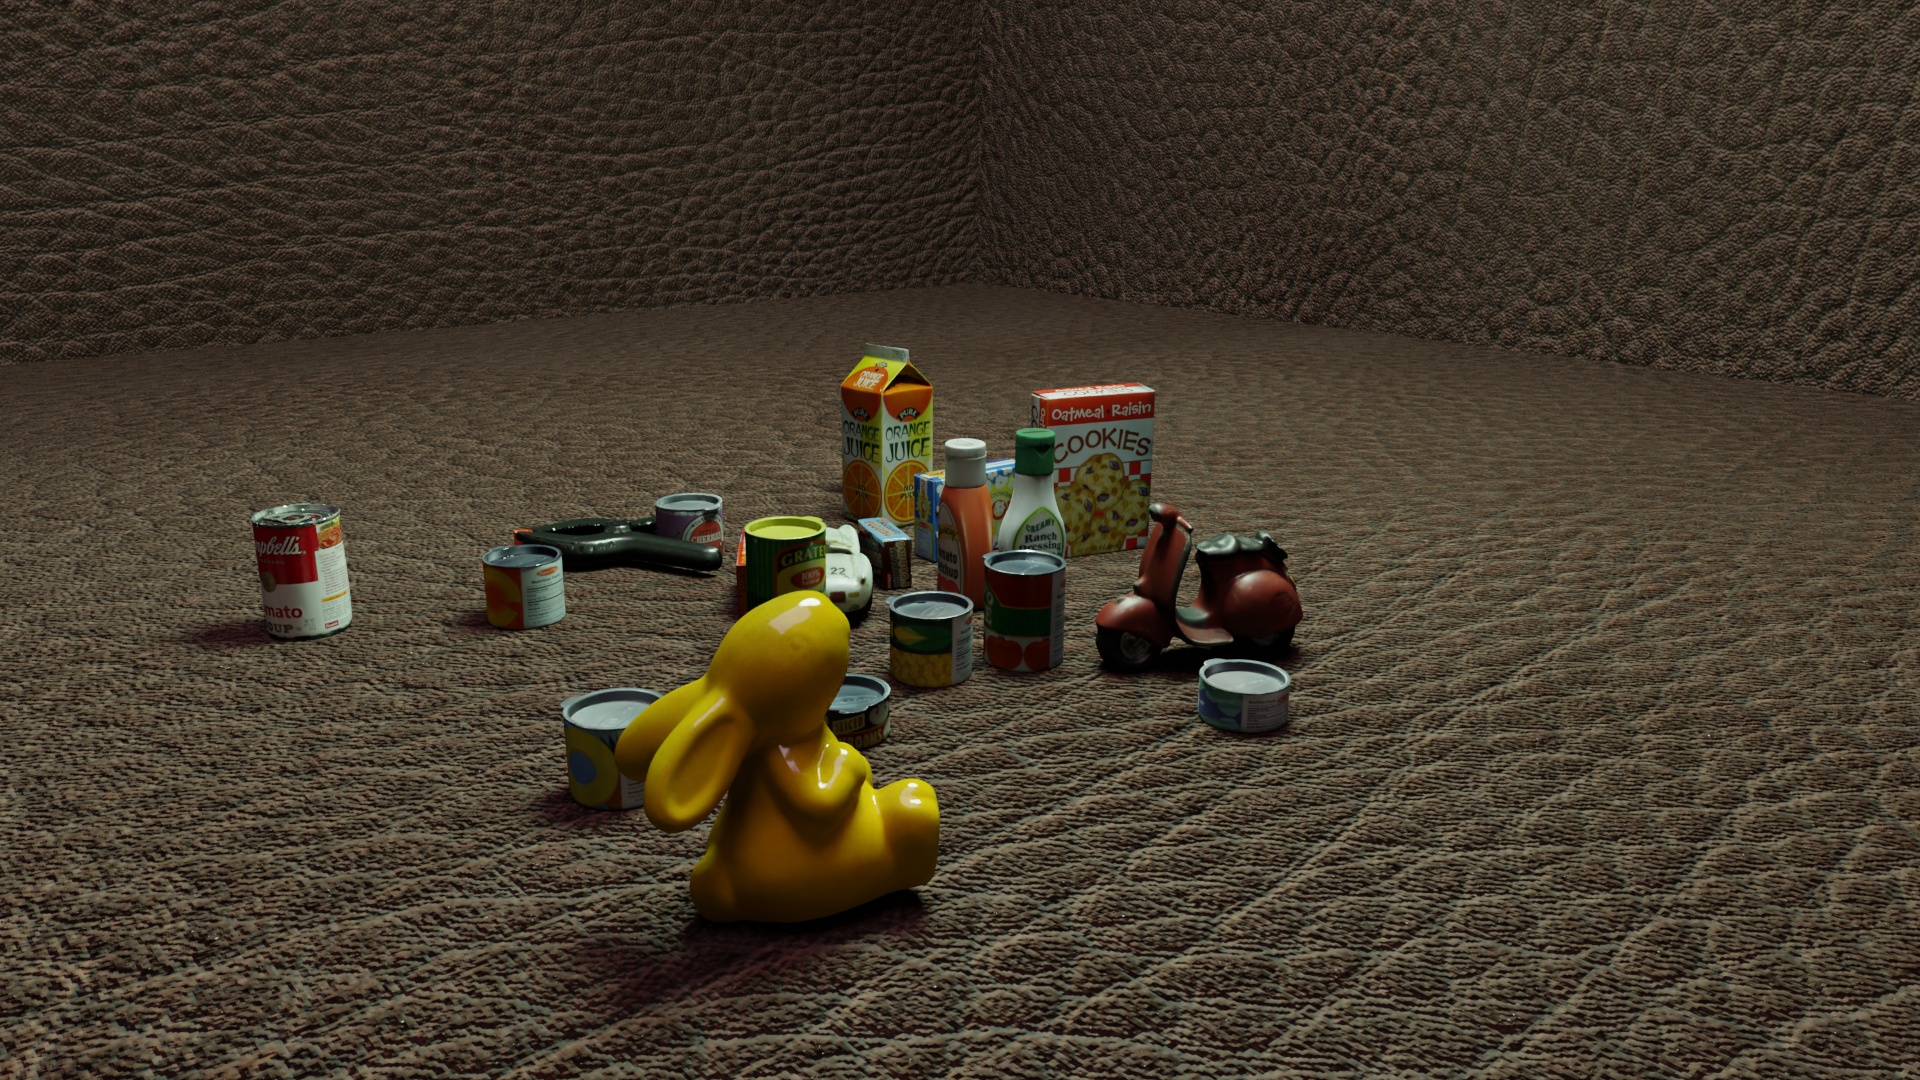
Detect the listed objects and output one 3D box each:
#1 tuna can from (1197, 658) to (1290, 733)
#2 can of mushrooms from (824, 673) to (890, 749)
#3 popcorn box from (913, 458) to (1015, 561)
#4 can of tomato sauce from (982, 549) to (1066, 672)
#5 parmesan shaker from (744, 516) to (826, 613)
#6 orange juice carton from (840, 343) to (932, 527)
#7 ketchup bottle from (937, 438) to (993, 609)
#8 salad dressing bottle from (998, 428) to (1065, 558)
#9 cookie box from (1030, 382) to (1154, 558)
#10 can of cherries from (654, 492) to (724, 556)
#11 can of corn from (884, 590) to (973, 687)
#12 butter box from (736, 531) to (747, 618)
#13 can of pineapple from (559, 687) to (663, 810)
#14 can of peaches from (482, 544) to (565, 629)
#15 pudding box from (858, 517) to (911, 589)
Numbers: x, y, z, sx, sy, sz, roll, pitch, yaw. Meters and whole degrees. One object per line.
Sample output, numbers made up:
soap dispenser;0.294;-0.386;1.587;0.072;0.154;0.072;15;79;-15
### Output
tuna can;0.206;0.113;1.020;0.071;0.032;0.071;0;16;0
can of mushrooms;-0.082;0.122;0.981;0.071;0.033;0.071;0;16;0
popcorn box;0.013;-0.032;1.416;0.127;0.085;0.038;-12;20;-36
can of tomato sauce;0.050;0.056;1.121;0.071;0.082;0.071;0;16;0
parmesan shaker;-0.141;0.037;1.143;0.071;0.102;0.071;0;16;0
orange juice carton;-0.079;-0.115;1.502;0.073;0.192;0.072;-13;21;-40
ketchup bottle;0.004;-0.016;1.246;0.044;0.148;0.065;-8;18;-27
salad dressing bottle;0.068;-0.030;1.298;0.064;0.147;0.044;-6;17;-21
cookie box;0.131;-0.071;1.404;0.123;0.166;0.040;-7;17;-23
can of cherries;-0.268;-0.011;1.382;0.071;0.058;0.072;0;16;0
can of corn;-0.026;0.077;1.092;0.071;0.058;0.071;0;16;0
butter box;-0.188;0.030;1.255;0.024;0.053;0.104;-1;16;-6
can of pineapple;-0.221;0.133;0.895;0.071;0.057;0.071;0;16;0
can of peaches;-0.380;0.040;1.207;0.071;0.058;0.071;0;16;0
pudding box;-0.072;0.011;1.328;0.030;0.049;0.084;-6;17;-20
